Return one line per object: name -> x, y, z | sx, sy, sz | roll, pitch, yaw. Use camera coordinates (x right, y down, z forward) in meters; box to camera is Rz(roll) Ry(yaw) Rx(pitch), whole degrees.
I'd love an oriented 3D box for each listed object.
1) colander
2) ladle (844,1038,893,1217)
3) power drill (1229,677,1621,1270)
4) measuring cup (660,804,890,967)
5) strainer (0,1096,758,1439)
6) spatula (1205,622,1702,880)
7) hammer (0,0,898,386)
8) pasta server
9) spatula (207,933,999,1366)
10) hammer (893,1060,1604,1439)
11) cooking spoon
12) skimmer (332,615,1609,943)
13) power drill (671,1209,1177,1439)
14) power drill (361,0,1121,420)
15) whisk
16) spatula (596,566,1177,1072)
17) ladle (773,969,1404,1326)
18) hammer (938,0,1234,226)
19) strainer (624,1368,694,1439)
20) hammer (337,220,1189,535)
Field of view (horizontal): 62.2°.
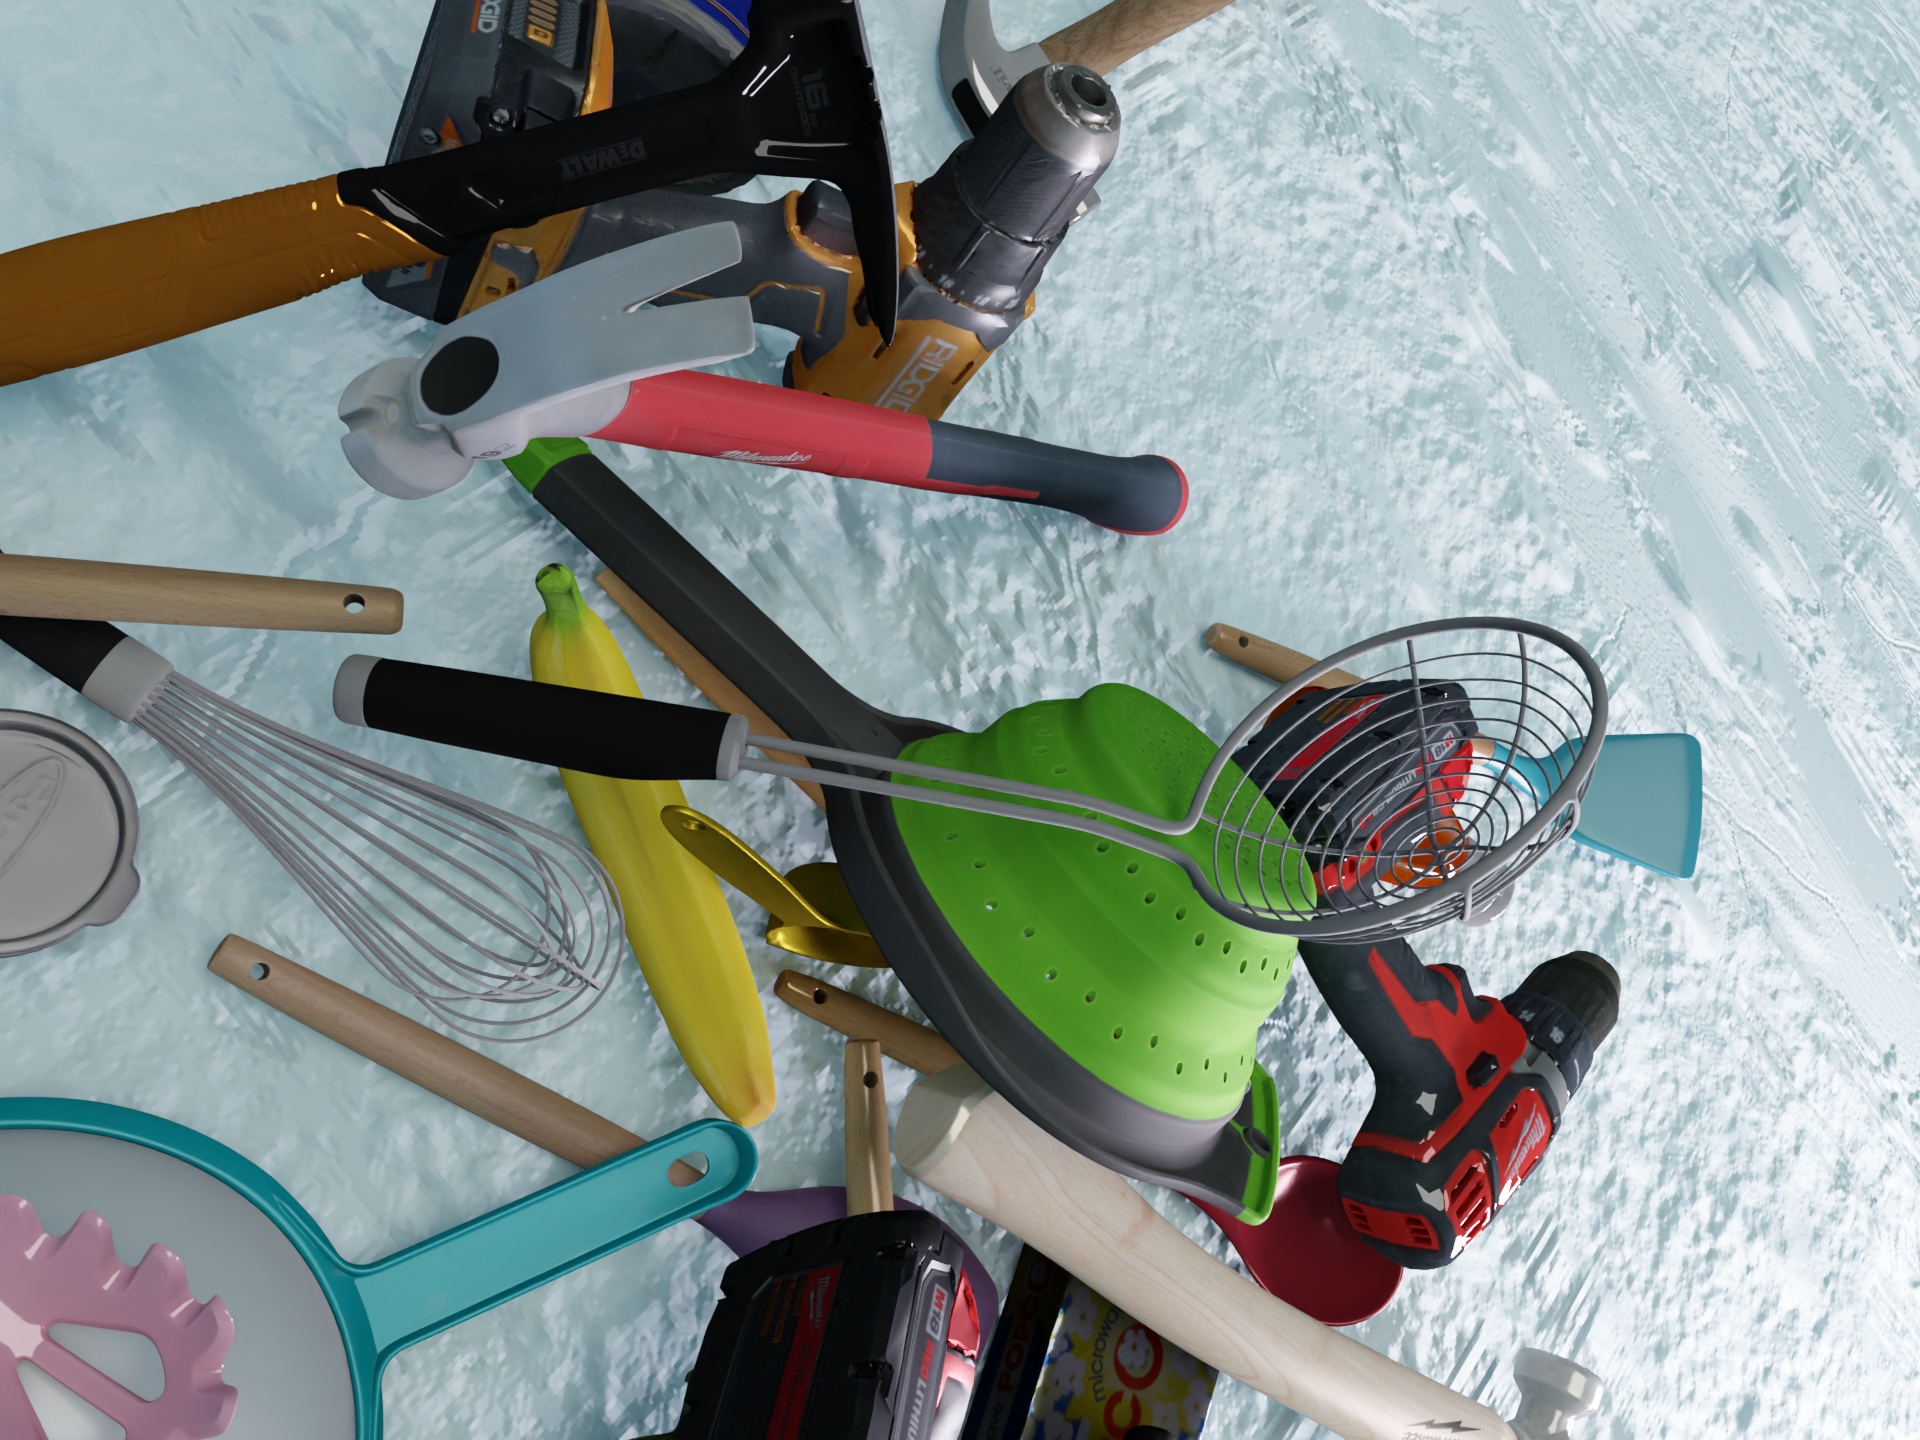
colander -> -0.001, -0.002, 0.566 | 0.397, 0.094, 0.204 | 43, 20, -2
ladle -> -0.020, 0.272, 0.545 | 0.078, 0.062, 0.320 | 1, 80, -29
power drill -> 0.206, 0.095, 0.689 | 0.188, 0.080, 0.226 | -35, 107, -34
measuring cup -> -0.058, 0.050, 0.546 | 0.156, 0.062, 0.029 | 52, 43, -57
strainer -> -0.195, 0.186, 0.428 | 0.340, 0.095, 0.211 | -18, 89, -30
spatula -> 0.255, 0.005, 0.803 | 0.317, 0.044, 0.082 | 19, 72, -27
hammer -> -0.185, -0.135, 0.467 | 0.337, 0.034, 0.127 | -16, 125, -5
pasta server -> -0.300, 0.082, 0.363 | 0.316, 0.040, 0.060 | 33, 57, 3
spatula -> -0.108, 0.152, 0.549 | 0.315, 0.018, 0.060 | 35, 65, -23
hammer -> 0.121, 0.252, 0.612 | 0.410, 0.038, 0.146 | 39, 66, -30
cooking spoon -> -0.318, -0.041, 0.426 | 0.318, 0.017, 0.069 | 3, 79, -20
skimmer -> -0.006, -0.005, 0.466 | 0.363, 0.090, 0.127 | 9, 37, 2
power drill -> 0.012, 0.257, 0.501 | 0.219, 0.078, 0.143 | 49, 34, -26
power drill -> -0.072, -0.183, 0.553 | 0.226, 0.185, 0.084 | 14, 59, -27
whisk -> -0.226, 0.006, 0.489 | 0.284, 0.070, 0.070 | 38, 61, -15
spatula -> -0.013, 0.050, 0.618 | 0.322, 0.041, 0.081 | 45, 17, -12
ladle -> 0.059, 0.171, 0.648 | 0.315, 0.031, 0.069 | 30, 62, -22
hammer -> 0.108, -0.367, 0.803 | 0.331, 0.031, 0.130 | -43, 103, -33
strainer -> -0.066, 0.343, 0.484 | 0.151, 0.069, 0.256 | -36, 88, -40
hammer -> -0.006, -0.098, 0.556 | 0.386, 0.143, 0.038 | -4, 84, -55
